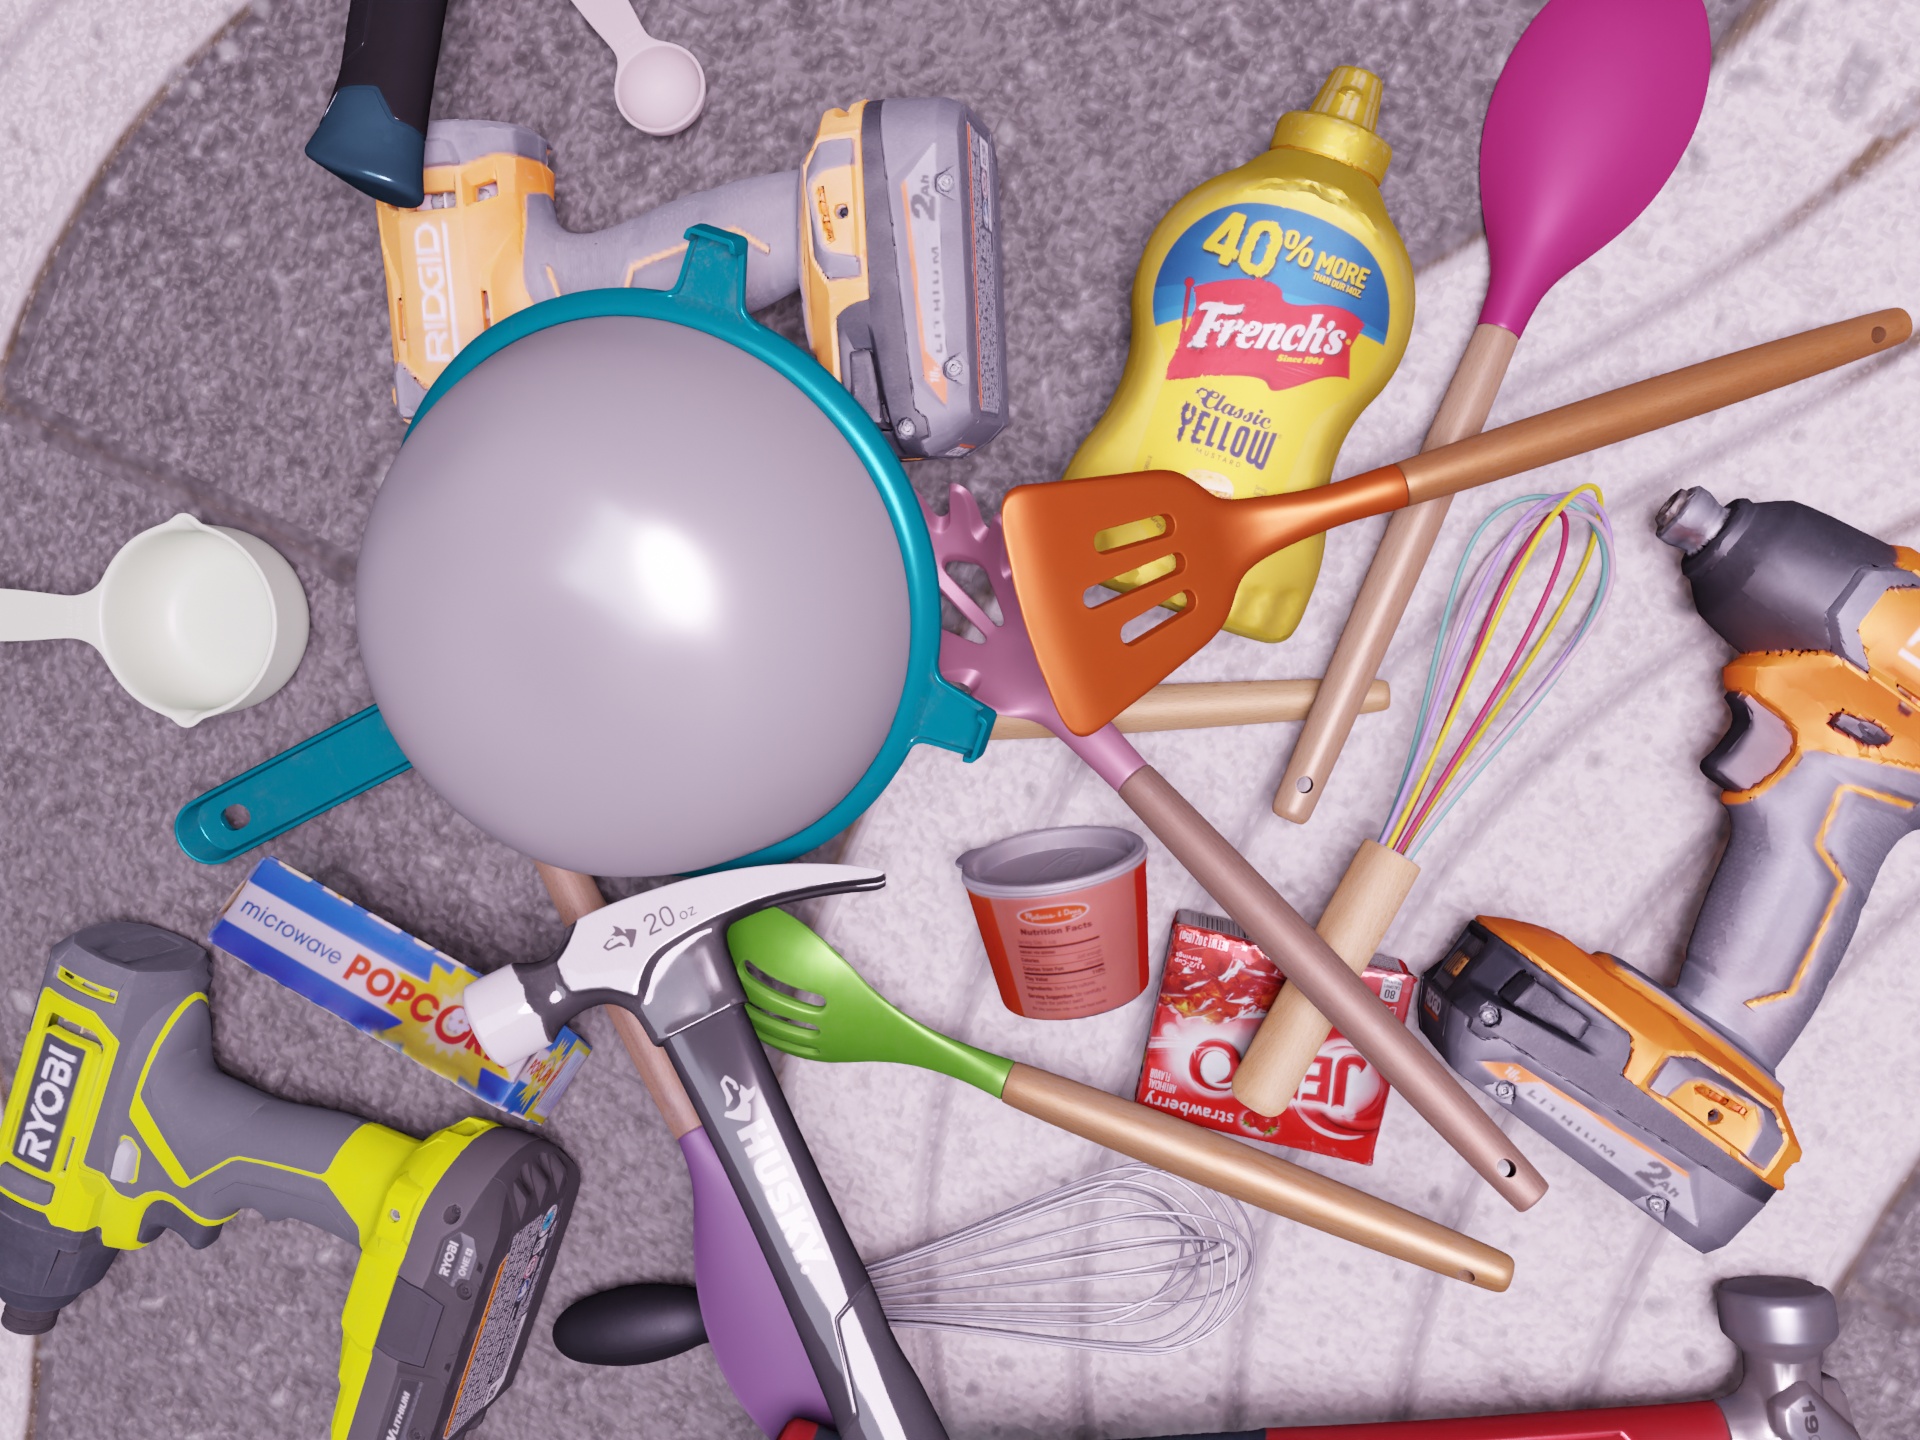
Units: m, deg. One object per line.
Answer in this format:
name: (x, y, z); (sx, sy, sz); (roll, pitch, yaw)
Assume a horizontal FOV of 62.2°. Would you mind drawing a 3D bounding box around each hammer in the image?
hammer: (0.117, 0.279, 0.549); (0.386, 0.038, 0.143); (-3, 82, -1)
hammer: (-0.030, 0.204, 0.524); (0.146, 0.035, 0.335); (-26, 79, -8)
hammer: (-0.181, -0.340, 0.552); (0.128, 0.033, 0.331); (5, 84, 19)

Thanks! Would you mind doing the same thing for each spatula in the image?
spatula: (-0.114, 0.133, 0.602); (0.060, 0.018, 0.316); (-31, 80, 9)
spatula: (0.169, -0.083, 0.517); (0.322, 0.041, 0.081); (-18, 102, -5)

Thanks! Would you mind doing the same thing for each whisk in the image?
whisk: (0.157, 0.025, 0.548); (0.051, 0.047, 0.245); (29, 90, 8)
whisk: (-0.029, 0.219, 0.605); (0.284, 0.070, 0.070); (-13, 93, 14)

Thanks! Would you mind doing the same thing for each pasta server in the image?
pasta server: (0.076, 0.038, 0.538); (0.060, 0.040, 0.316); (-43, 72, 2)

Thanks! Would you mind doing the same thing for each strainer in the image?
strainer: (-0.173, -0.006, 0.543); (0.340, 0.095, 0.211); (-24, 101, 21)

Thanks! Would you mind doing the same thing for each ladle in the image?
ladle: (-0.001, -0.002, 0.595); (0.315, 0.031, 0.069); (-3, 92, 7)

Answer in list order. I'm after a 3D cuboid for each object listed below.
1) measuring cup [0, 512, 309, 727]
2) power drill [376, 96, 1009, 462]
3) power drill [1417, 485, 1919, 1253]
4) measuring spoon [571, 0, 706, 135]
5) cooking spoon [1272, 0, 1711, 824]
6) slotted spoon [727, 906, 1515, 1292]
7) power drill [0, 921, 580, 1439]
measuring cup: (-0.341, -0.042, 0.639); (0.167, 0.038, 0.083); (2, 95, 11)
power drill: (-0.100, -0.126, 0.575); (0.226, 0.084, 0.185); (-1, 98, 13)
power drill: (0.255, 0.041, 0.534); (0.164, 0.084, 0.226); (37, 95, 5)
measuring spoon: (-0.135, -0.271, 0.602); (0.034, 0.018, 0.124); (-33, 82, 3)
cooking spoon: (0.178, -0.111, 0.555); (0.069, 0.017, 0.319); (23, 93, 6)
slotted spoon: (0.041, 0.138, 0.572); (0.314, 0.031, 0.070); (19, 130, 13)
power drill: (-0.280, 0.199, 0.632); (0.223, 0.080, 0.171); (21, 97, 10)
